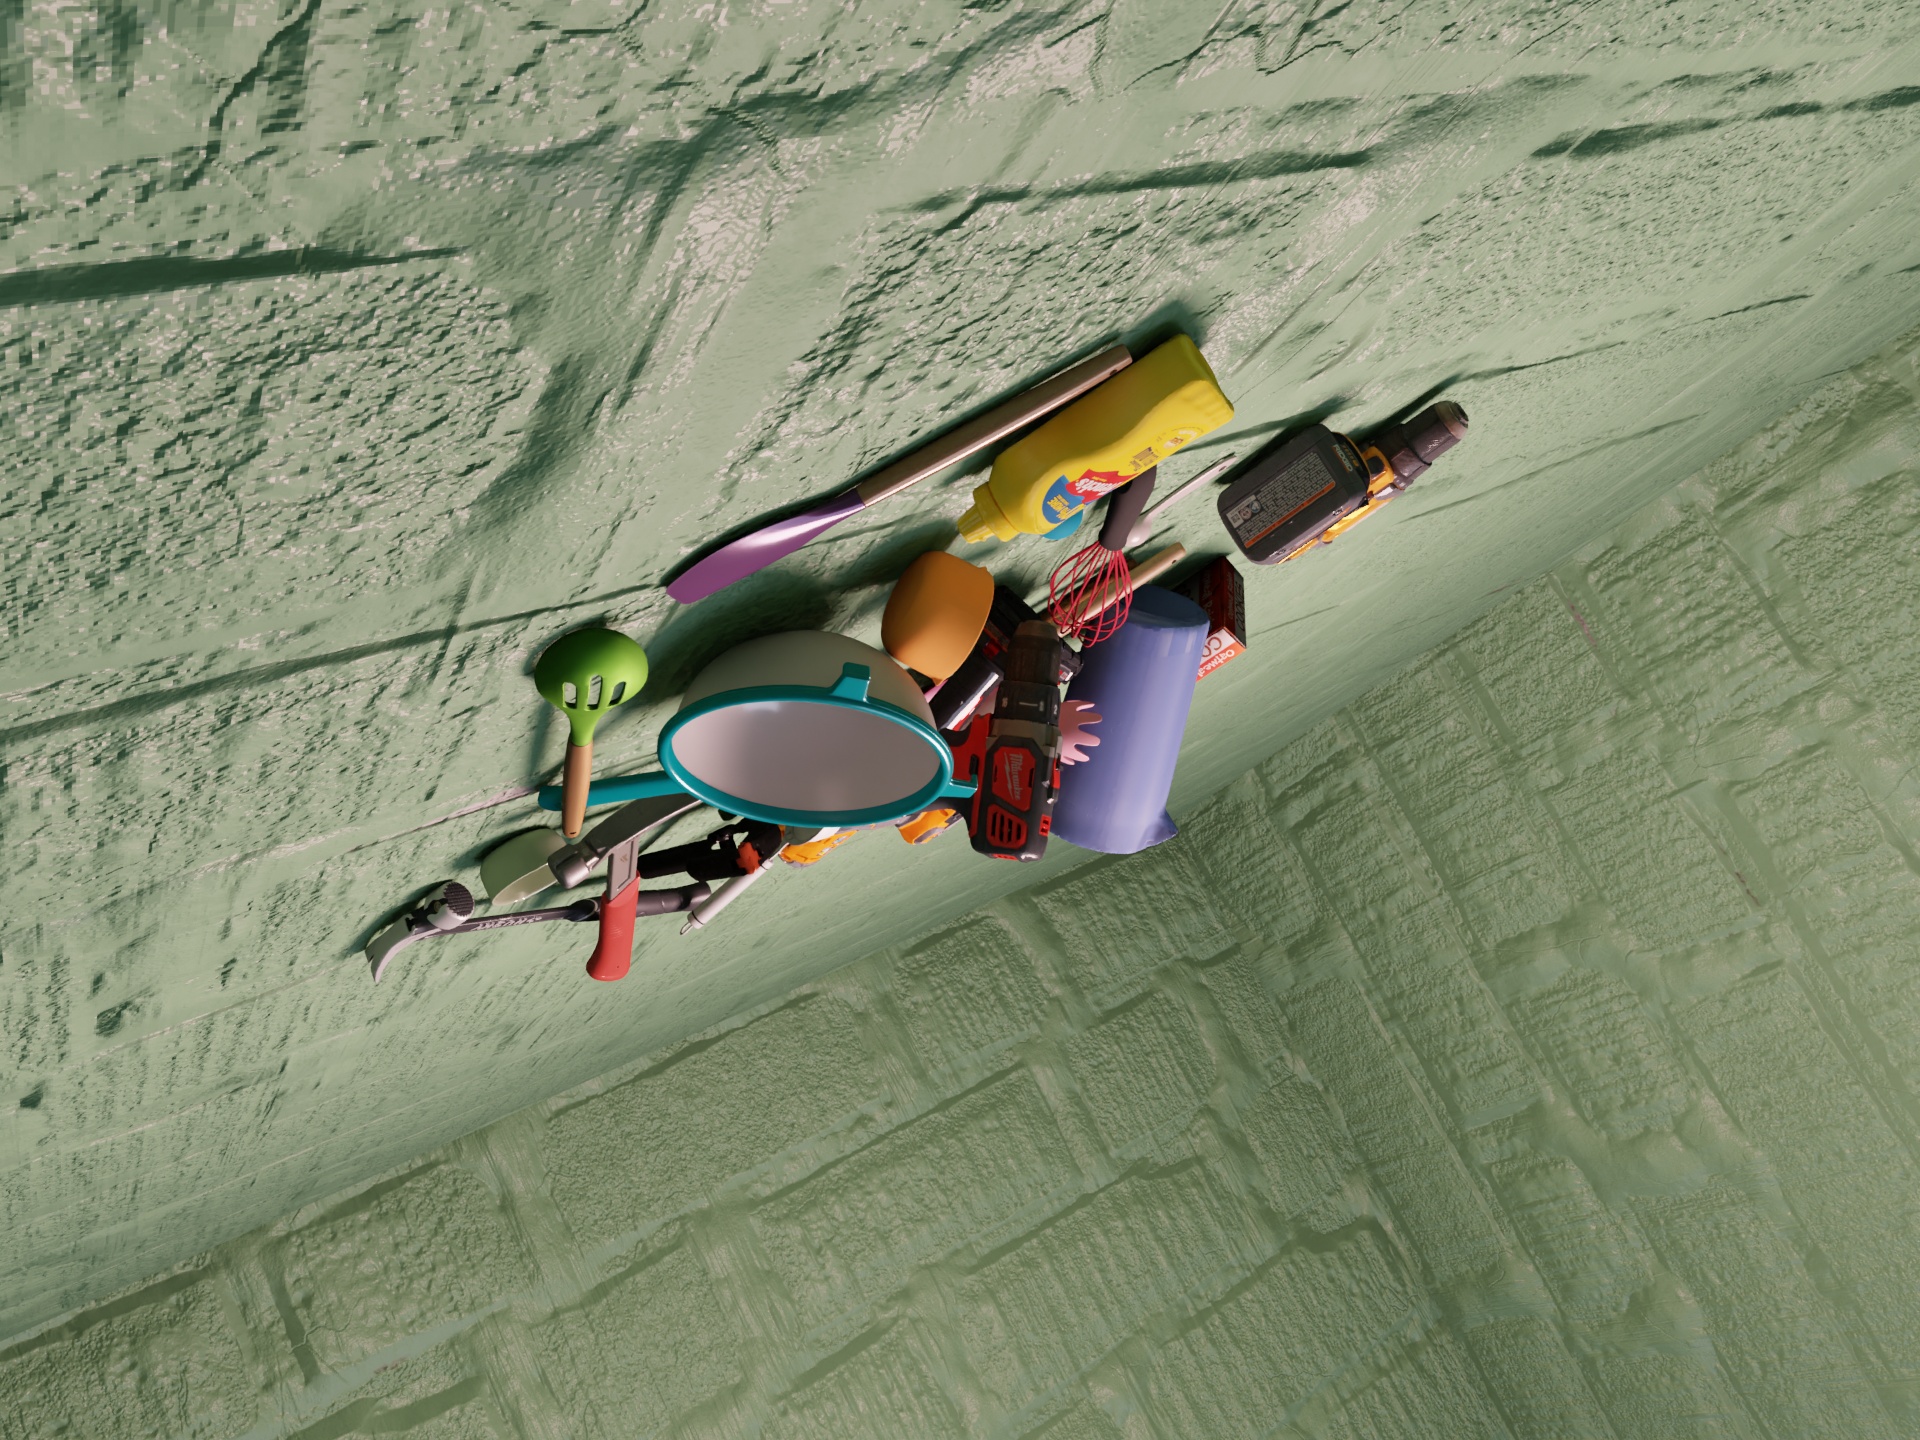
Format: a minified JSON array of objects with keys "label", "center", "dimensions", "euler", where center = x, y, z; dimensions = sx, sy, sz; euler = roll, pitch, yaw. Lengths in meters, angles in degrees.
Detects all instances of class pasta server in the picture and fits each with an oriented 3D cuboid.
[{"label":"pasta server","center":[0.029,0.019,1.572],"dimensions":[0.040,0.060,0.316],"euler":[12,169,-30]}]

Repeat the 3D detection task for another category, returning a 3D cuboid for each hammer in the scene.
[{"label":"hammer","center":[-0.382,0.188,1.528],"dimensions":[0.149,0.036,0.408],"euler":[-32,164,26]},{"label":"hammer","center":[-0.302,0.158,1.443],"dimensions":[0.149,0.037,0.359],"euler":[-33,165,-26]}]

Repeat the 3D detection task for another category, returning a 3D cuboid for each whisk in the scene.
[{"label":"whisk","center":[0.119,-0.137,1.282],"dimensions":[0.073,0.073,0.295],"euler":[-25,163,-15]}]

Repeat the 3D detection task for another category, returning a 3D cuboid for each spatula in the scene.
[{"label":"spatula","center":[0.038,-0.053,1.498],"dimensions":[0.322,0.041,0.081],"euler":[-34,166,22]},{"label":"spatula","center":[-0.038,-0.149,0.967],"dimensions":[0.316,0.018,0.059],"euler":[-28,168,4]}]

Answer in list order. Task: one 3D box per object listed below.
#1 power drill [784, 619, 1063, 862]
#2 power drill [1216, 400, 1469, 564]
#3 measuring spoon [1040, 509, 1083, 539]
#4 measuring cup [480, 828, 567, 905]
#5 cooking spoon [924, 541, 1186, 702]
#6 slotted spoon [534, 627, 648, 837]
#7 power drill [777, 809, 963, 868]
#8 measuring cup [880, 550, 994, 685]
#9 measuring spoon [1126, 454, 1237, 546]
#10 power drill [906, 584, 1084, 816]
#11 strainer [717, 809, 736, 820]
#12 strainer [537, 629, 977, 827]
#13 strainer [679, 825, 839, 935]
[{"label":"power drill","center":[-0.028,0.007,1.258],"dimensions":[0.227,0.188,0.080],"euler":[6,176,15]},{"label":"power drill","center":[0.343,-0.215,1.402],"dimensions":[0.185,0.084,0.226],"euler":[-36,170,32]},{"label":"measuring spoon","center":[0.095,-0.167,1.176],"dimensions":[0.042,0.021,0.128],"euler":[-21,168,-32]},{"label":"measuring cup","center":[-0.332,0.105,1.357],"dimensions":[0.167,0.038,0.083],"euler":[-26,168,-36]},{"label":"cooking spoon","center":[0.067,-0.069,1.444],"dimensions":[0.319,0.017,0.068],"euler":[-33,161,8]},{"label":"slotted spoon","center":[-0.261,0.022,1.098],"dimensions":[0.070,0.031,0.313],"euler":[-3,157,-18]},{"label":"power drill","center":[-0.080,0.089,1.752],"dimensions":[0.226,0.084,0.164],"euler":[-9,158,-46]},{"label":"measuring cup","center":[-0.037,-0.079,1.182],"dimensions":[0.052,0.095,0.174],"euler":[25,171,-22]},{"label":"measuring spoon","center":[0.182,-0.180,1.328],"dimensions":[0.124,0.018,0.034],"euler":[-34,167,26]},{"label":"power drill","center":[-0.002,-0.004,1.369],"dimensions":[0.219,0.079,0.143],"euler":[-46,163,5]},{"label":"strainer","center":[-0.149,0.051,1.449],"dimensions":[0.151,0.069,0.256],"euler":[-17,163,-43]},{"label":"strainer","center":[-0.167,0.004,1.179],"dimensions":[0.340,0.095,0.210],"euler":[-10,150,23]},{"label":"strainer","center":[-0.194,0.139,1.637],"dimensions":[0.258,0.050,0.087],"euler":[-41,-149,8]}]
